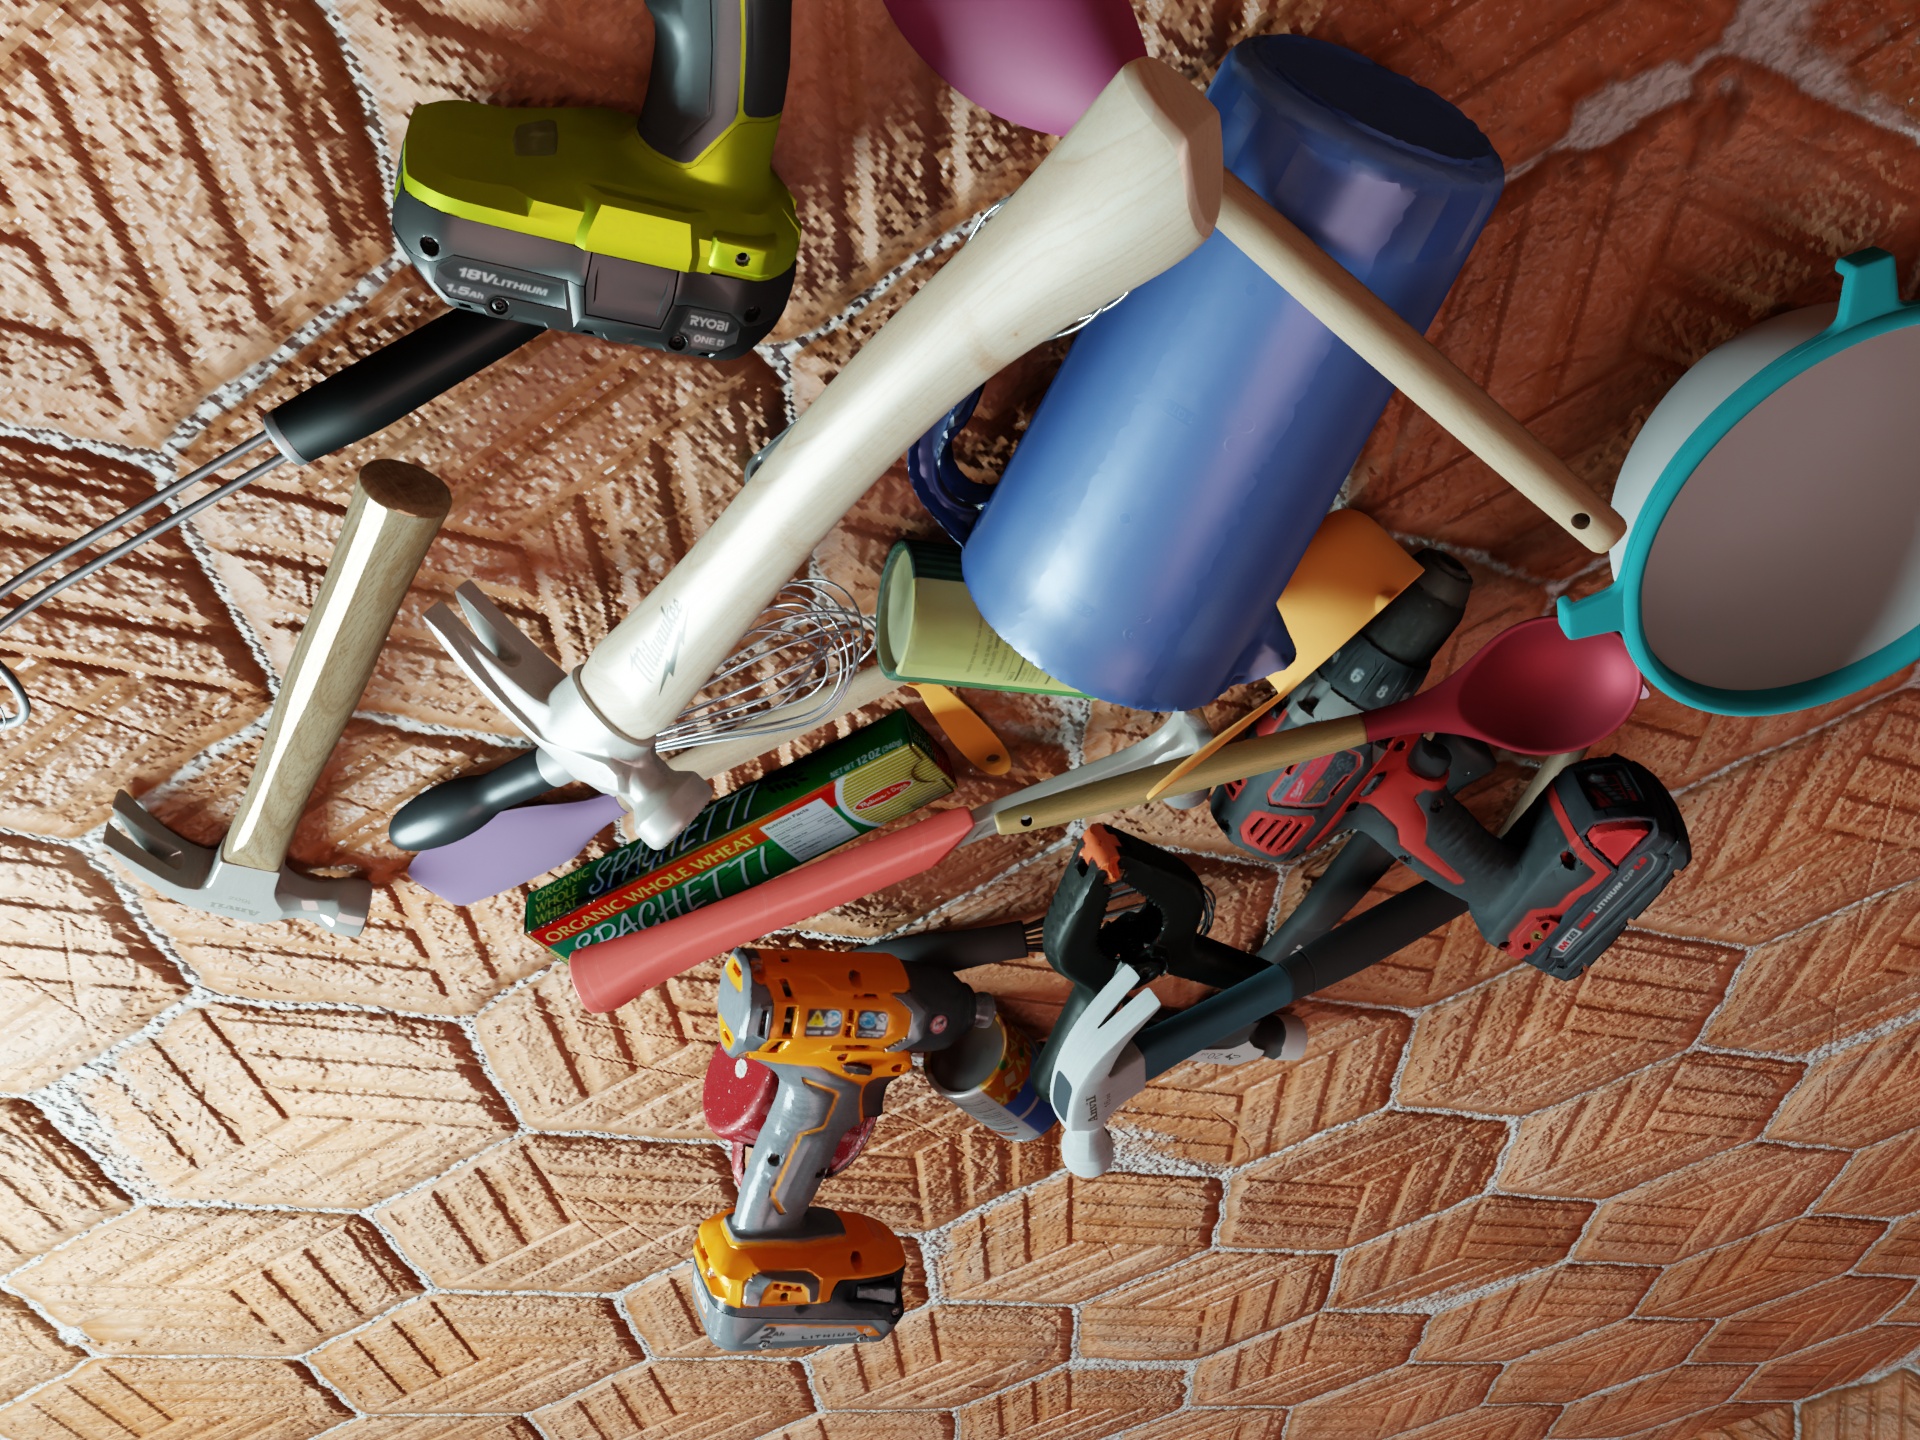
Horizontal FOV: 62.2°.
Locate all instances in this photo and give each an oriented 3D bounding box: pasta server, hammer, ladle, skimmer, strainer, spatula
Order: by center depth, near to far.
[{"bbox_3d":[-0.066,-0.088,0.579,0.146,0.038,0.410,45,133,-8],"label":"hammer"},{"bbox_3d":[-0.317,-0.096,0.625,0.363,0.090,0.127,-28,134,2],"label":"skimmer"},{"bbox_3d":[-0.297,0.001,0.716,0.130,0.031,0.331,15,138,-27],"label":"hammer"},{"bbox_3d":[0.438,-0.095,0.758,0.340,0.095,0.211,16,123,-26],"label":"strainer"},{"bbox_3d":[0.170,0.012,0.770,0.315,0.031,0.069,-14,101,1],"label":"ladle"},{"bbox_3d":[-0.152,0.029,0.809,0.316,0.018,0.059,-24,138,17],"label":"spatula"},{"bbox_3d":[-0.039,0.070,0.829,0.359,0.037,0.149,-22,156,4],"label":"hammer"},{"bbox_3d":[0.198,0.147,0.923,0.331,0.033,0.128,-24,133,-17],"label":"hammer"},{"bbox_3d":[0.361,0.024,0.926,0.040,0.060,0.316,20,140,7],"label":"pasta server"},{"bbox_3d":[0.224,0.116,0.998,0.146,0.035,0.334,7,135,-22],"label":"hammer"}]

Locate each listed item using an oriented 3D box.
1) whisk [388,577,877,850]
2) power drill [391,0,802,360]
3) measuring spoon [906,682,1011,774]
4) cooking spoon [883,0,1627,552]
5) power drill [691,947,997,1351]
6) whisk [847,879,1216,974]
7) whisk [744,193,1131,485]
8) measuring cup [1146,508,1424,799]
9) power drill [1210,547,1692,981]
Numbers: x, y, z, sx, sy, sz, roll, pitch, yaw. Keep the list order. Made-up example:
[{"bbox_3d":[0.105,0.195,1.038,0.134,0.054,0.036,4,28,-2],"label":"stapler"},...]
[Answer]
[{"bbox_3d":[-0.164,0.008,0.763,0.284,0.070,0.070,-23,138,20],"label":"whisk"},{"bbox_3d":[-0.101,-0.235,0.491,0.171,0.080,0.223,7,132,-21],"label":"power drill"},{"bbox_3d":[-0.001,-0.003,0.827,0.021,0.011,0.116,-25,141,13],"label":"measuring spoon"},{"bbox_3d":[0.094,-0.164,0.520,0.319,0.017,0.068,41,129,0],"label":"cooking spoon"},{"bbox_3d":[-0.068,0.244,0.930,0.164,0.084,0.226,5,100,-23],"label":"power drill"},{"bbox_3d":[0.038,0.134,0.966,0.239,0.055,0.055,-11,139,4],"label":"whisk"},{"bbox_3d":[-0.016,-0.134,0.592,0.059,0.058,0.246,3,162,-36],"label":"whisk"},{"bbox_3d":[0.136,-0.033,0.738,0.173,0.052,0.095,-38,172,-15],"label":"measuring cup"},{"bbox_3d":[0.270,0.025,0.842,0.226,0.080,0.187,25,119,-12],"label":"power drill"}]
